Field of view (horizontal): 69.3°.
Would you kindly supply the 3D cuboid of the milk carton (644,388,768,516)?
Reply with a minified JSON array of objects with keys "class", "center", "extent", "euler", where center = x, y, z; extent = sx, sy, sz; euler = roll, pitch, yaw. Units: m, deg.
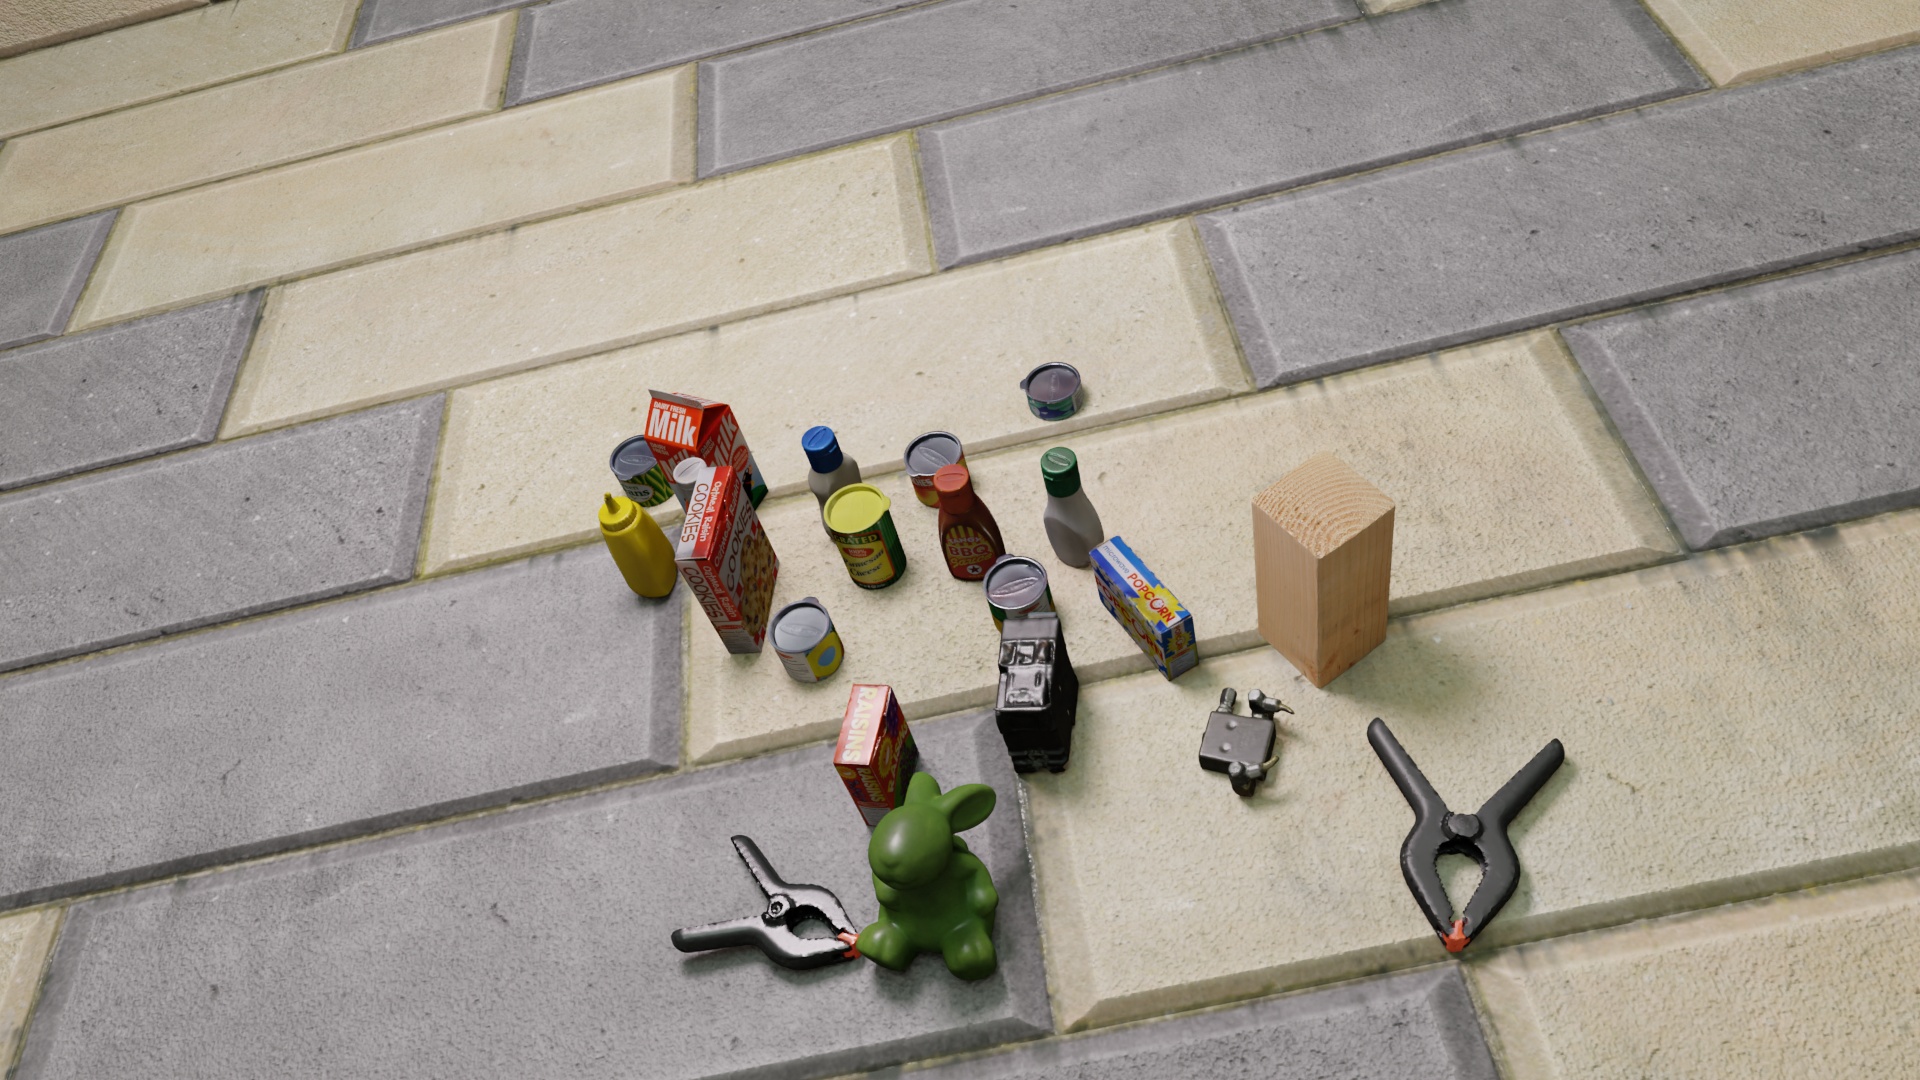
[{"class":"milk carton","center":[-0.286,-0.097,1.541],"extent":[0.072,0.189,0.074],"euler":[14,56,24]}]

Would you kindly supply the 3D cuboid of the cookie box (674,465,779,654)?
[{"class":"cookie box","center":[-0.239,0.021,1.447],"extent":[0.040,0.166,0.123],"euler":[-4,51,12]}]

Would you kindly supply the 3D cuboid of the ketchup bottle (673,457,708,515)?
[{"class":"ketchup bottle","center":[-0.268,-0.028,1.508],"extent":[0.065,0.148,0.043],"euler":[-41,53,-18]}]

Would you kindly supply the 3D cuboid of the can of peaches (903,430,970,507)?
[{"class":"can of peaches","center":[-0.027,-0.077,1.546],"extent":[0.071,0.057,0.071],"euler":[-7,50,9]}]

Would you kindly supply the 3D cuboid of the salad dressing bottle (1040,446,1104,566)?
[{"class":"salad dressing bottle","center":[0.111,-0.034,1.416],"extent":[0.064,0.147,0.044],"euler":[26,62,31]}]

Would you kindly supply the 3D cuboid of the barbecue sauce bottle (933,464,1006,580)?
[{"class":"barbecue sauce bottle","center":[0.005,-0.018,1.429],"extent":[0.065,0.147,0.044],"euler":[-4,51,11]}]

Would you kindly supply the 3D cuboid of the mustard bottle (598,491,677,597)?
[{"class":"mustard bottle","center":[-0.355,-0.004,1.502],"extent":[0.049,0.159,0.065],"euler":[-5,51,11]}]

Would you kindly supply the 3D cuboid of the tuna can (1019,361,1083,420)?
[{"class":"tuna can","center":[0.106,-0.172,1.606],"extent":[0.071,0.032,0.071],"euler":[-7,50,9]}]

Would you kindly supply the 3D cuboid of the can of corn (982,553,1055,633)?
[{"class":"can of corn","center":[0.060,0.057,1.413],"extent":[0.071,0.058,0.071],"euler":[-7,50,9]}]

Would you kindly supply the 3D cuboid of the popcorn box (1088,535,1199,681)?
[{"class":"popcorn box","center":[0.179,0.065,1.358],"extent":[0.038,0.084,0.127],"euler":[-30,51,-10]}]

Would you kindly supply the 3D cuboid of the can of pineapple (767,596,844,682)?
[{"class":"can of pineapple","center":[-0.157,0.103,1.432],"extent":[0.071,0.057,0.071],"euler":[-7,50,9]}]

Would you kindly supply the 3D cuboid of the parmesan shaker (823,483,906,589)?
[{"class":"parmesan shaker","center":[-0.097,-0.003,1.473],"extent":[0.071,0.102,0.072],"euler":[-7,50,9]}]

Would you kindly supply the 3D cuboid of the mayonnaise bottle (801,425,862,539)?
[{"class":"mayonnaise bottle","center":[-0.134,-0.063,1.502],"extent":[0.041,0.147,0.065],"euler":[23,61,29]}]

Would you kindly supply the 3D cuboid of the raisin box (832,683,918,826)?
[{"class":"raisin box","center":[-0.076,0.201,1.288],"extent":[0.040,0.122,0.086],"euler":[2,52,16]}]

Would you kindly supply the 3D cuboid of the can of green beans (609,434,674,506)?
[{"class":"can of green beans","center":[-0.372,-0.082,1.638],"extent":[0.071,0.057,0.071],"euler":[-7,50,9]}]
